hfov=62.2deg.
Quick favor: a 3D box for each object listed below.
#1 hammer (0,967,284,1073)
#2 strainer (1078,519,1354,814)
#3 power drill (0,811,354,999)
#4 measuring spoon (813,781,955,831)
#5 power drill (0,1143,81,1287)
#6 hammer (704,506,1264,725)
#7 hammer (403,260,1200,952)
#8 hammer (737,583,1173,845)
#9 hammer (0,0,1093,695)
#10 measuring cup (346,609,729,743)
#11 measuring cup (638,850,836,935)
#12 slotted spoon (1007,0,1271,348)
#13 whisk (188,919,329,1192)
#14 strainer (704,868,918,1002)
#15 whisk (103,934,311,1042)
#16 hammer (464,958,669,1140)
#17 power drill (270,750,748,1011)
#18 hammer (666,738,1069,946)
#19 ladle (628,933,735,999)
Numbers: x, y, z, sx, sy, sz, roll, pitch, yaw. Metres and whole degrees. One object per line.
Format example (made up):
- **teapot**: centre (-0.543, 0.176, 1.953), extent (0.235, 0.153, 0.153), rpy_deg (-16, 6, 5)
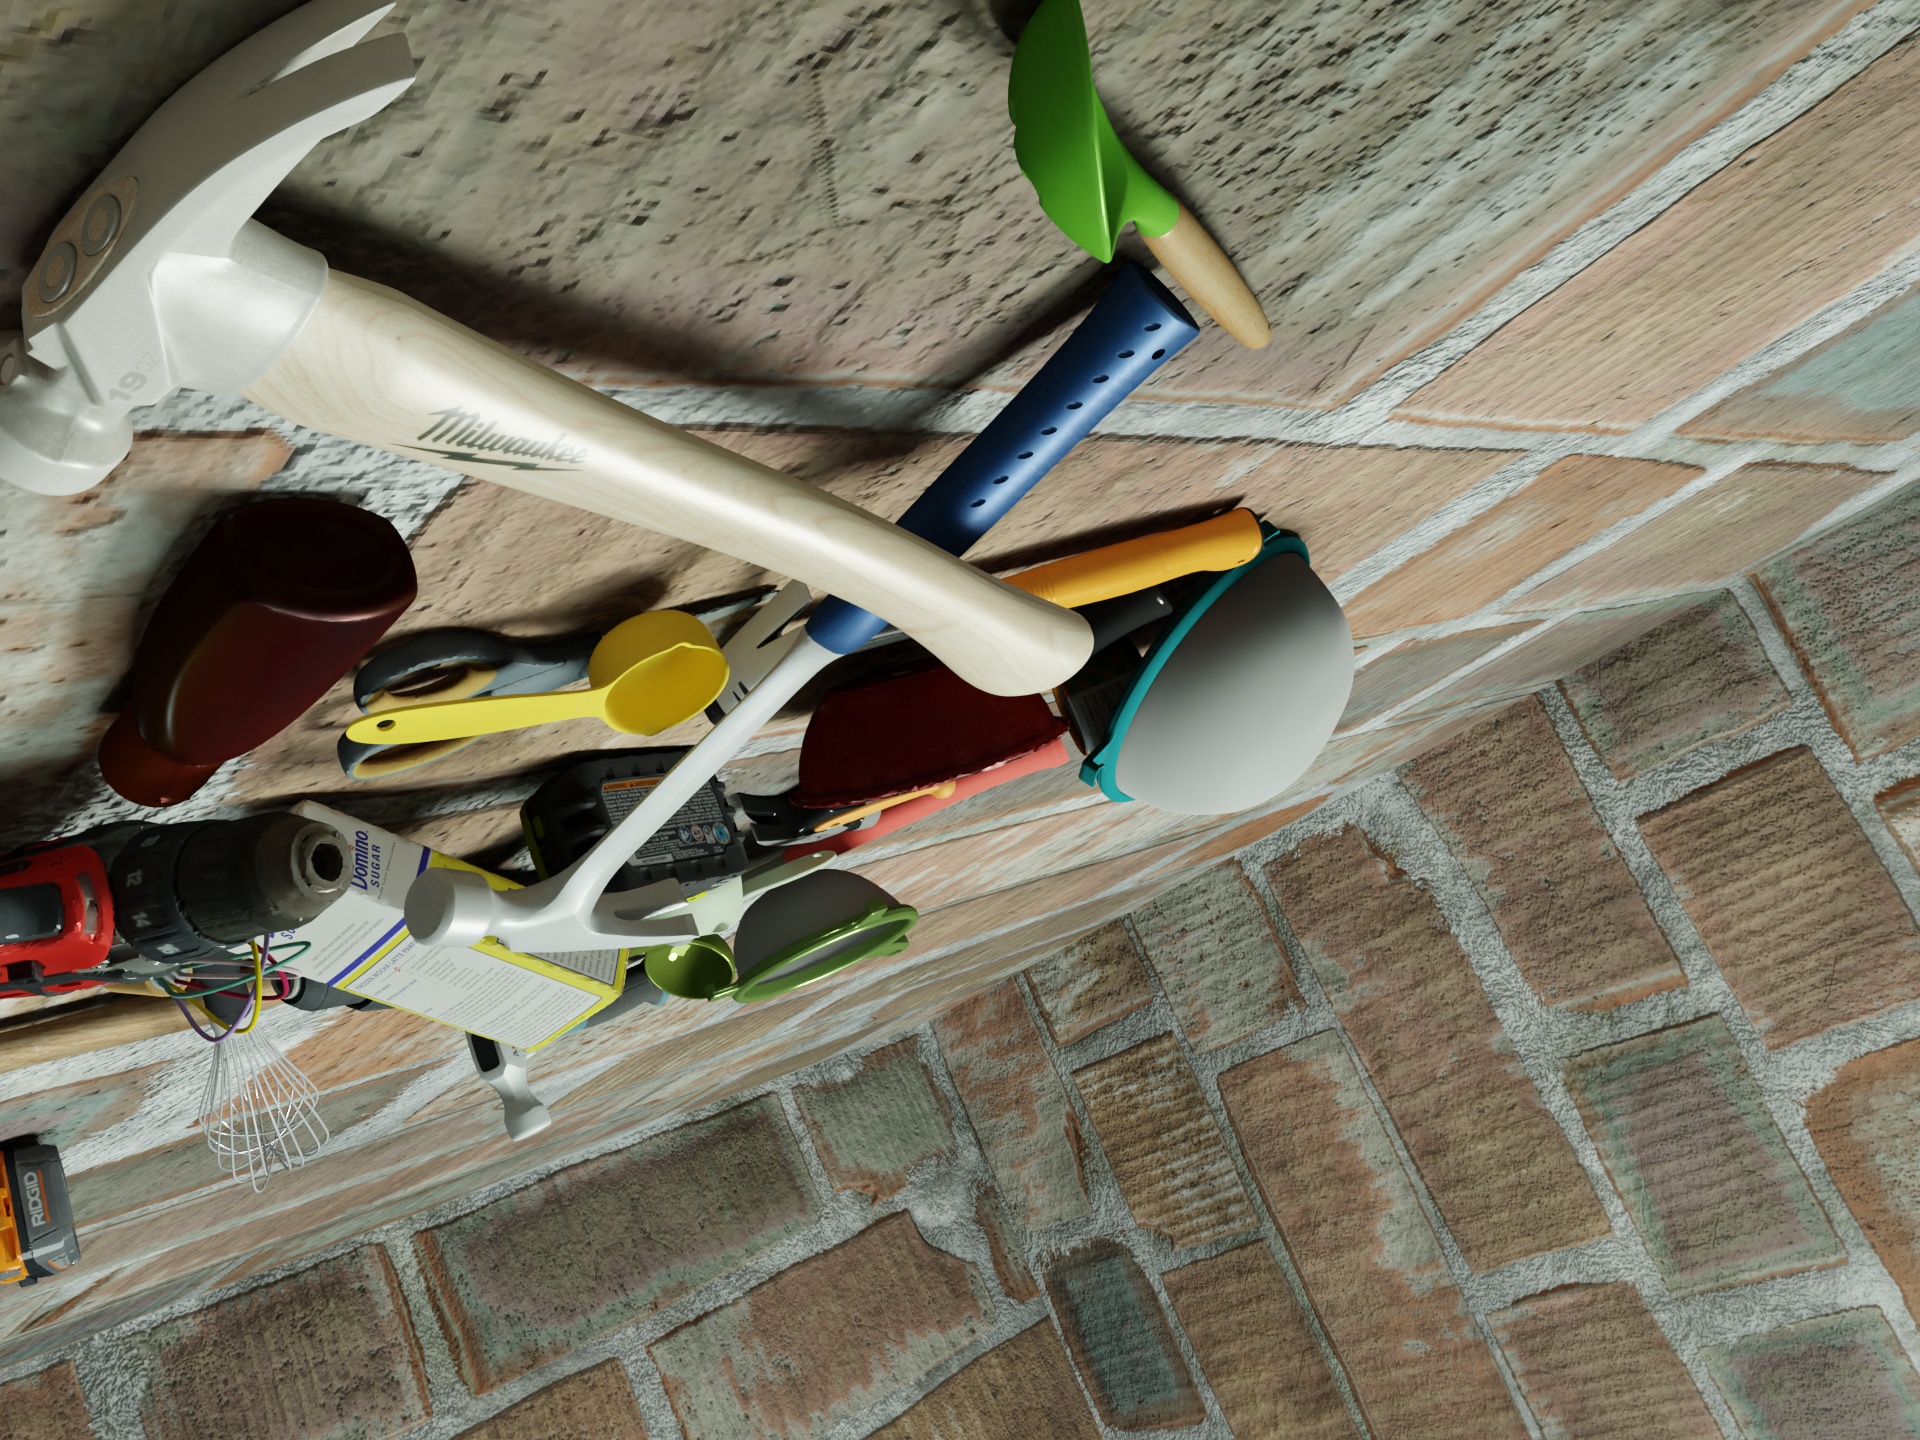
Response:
- **hammer**: centre (-0.453, 0.165, 0.878), extent (0.331, 0.031, 0.130), rpy_deg (-11, 161, -47)
- **strainer**: centre (0.217, 0.000, 1.092), extent (0.211, 0.095, 0.340), rpy_deg (-55, 155, 8)
- **power drill**: centre (-0.340, 0.067, 0.526), extent (0.188, 0.080, 0.226), rpy_deg (-12, 175, 23)
- **measuring spoon**: centre (-0.049, 0.060, 1.081), extent (0.117, 0.011, 0.021), rpy_deg (-17, 165, -35)
- **power drill**: centre (-0.720, 0.360, 1.059), extent (0.226, 0.084, 0.164), rpy_deg (-11, 162, -31)
- **hammer**: centre (0.034, -0.068, 0.826), extent (0.337, 0.034, 0.127), rpy_deg (-17, 171, -32)
- **hammer**: centre (-0.059, -0.027, 0.660), extent (0.405, 0.035, 0.144), rpy_deg (-43, 149, 22)
- **hammer**: centre (-0.002, -0.003, 1.024), extent (0.334, 0.035, 0.146), rpy_deg (-33, 165, 31)
- **hammer**: centre (-0.062, -0.071, 0.495), extent (0.146, 0.038, 0.410), rpy_deg (-32, 154, 25)
- **measuring cup**: centre (-0.170, -0.015, 0.645), extent (0.156, 0.029, 0.062), rpy_deg (-9, 146, -31)
- **measuring cup**: centre (-0.144, 0.095, 1.030), extent (0.083, 0.038, 0.167), rpy_deg (15, -157, 41)
- **slotted spoon**: centre (0.071, -0.159, 0.528), extent (0.031, 0.070, 0.313), rpy_deg (-9, 178, 20)
- **whisk**: centre (-0.390, 0.176, 0.864), extent (0.070, 0.070, 0.284), rpy_deg (-18, 147, -27)
- **strainer**: centre (-0.097, 0.156, 1.242), extent (0.151, 0.069, 0.256), rpy_deg (-29, 167, 11)
- **whisk**: centre (-0.349, 0.109, 0.713), extent (0.245, 0.047, 0.051), rpy_deg (-10, -155, 50)
- **hammer**: centre (-0.301, 0.232, 1.268), extent (0.033, 0.128, 0.331), rpy_deg (-26, 176, 9)
- **power drill**: centre (-0.252, 0.101, 0.894), extent (0.228, 0.080, 0.190), rpy_deg (-29, 167, 29)
- **hammer**: centre (-0.088, 0.086, 1.212), extent (0.359, 0.037, 0.149), rpy_deg (-24, 167, 1)
- **ladle**: centre (-0.276, 0.192, 1.248), extent (0.078, 0.062, 0.320), rpy_deg (-18, 167, 18)
